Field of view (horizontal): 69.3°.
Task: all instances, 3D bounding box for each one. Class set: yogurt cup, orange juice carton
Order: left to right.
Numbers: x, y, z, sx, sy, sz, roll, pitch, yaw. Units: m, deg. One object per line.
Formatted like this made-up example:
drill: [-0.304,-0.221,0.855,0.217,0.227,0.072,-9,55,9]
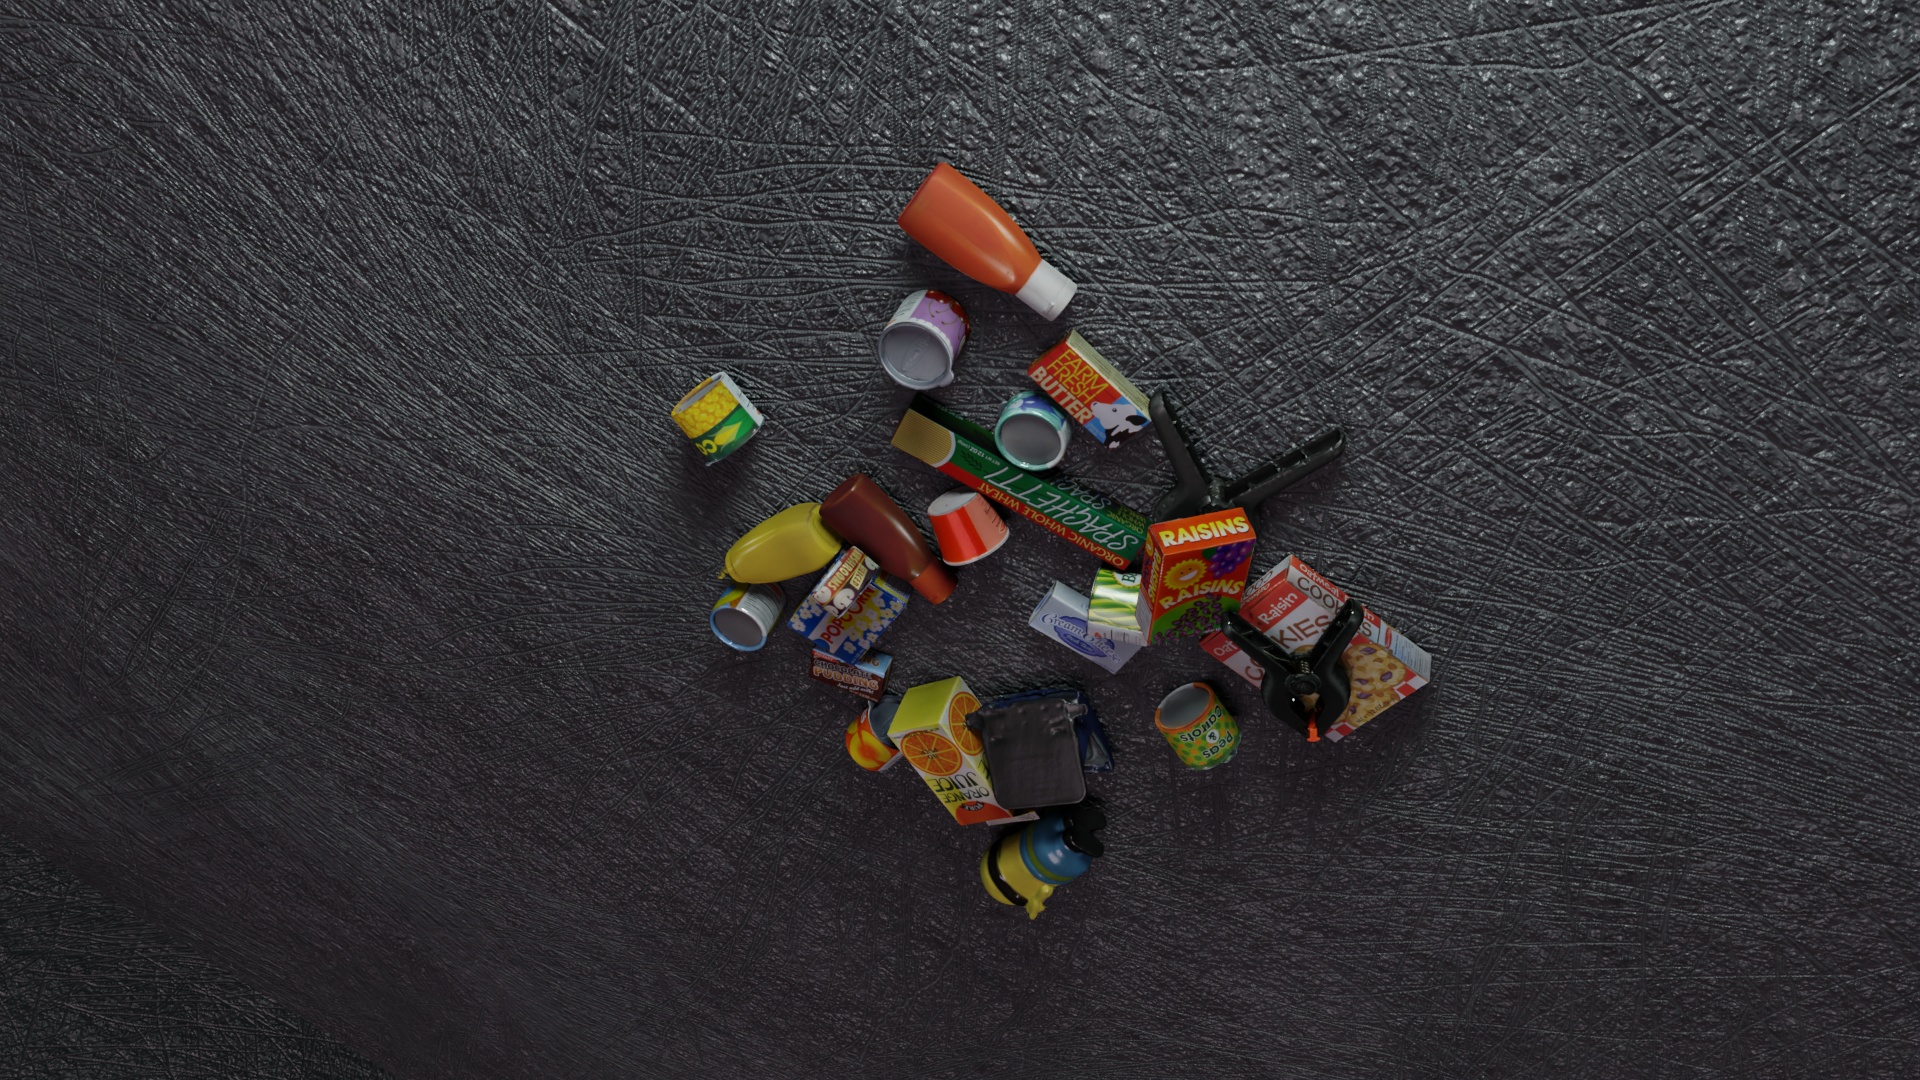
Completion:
yogurt cup: [0.005,-0.016,1.293,0.072,0.073,0.053,-13,114,31]
orange juice carton: [0.010,0.243,1.503,0.071,0.073,0.192,-18,120,33]

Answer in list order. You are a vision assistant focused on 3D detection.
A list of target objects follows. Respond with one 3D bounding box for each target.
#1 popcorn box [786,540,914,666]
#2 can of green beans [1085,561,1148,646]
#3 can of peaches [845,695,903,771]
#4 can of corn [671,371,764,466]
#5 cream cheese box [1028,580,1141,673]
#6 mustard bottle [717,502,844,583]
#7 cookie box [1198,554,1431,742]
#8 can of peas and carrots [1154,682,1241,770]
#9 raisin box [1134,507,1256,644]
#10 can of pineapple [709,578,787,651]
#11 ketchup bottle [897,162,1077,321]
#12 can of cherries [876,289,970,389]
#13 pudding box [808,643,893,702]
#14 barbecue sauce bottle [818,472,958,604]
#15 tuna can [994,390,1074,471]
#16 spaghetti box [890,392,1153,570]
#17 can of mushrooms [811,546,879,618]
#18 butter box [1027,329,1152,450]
popcorn box: [-0.112,0.065,1.426,0.085,0.038,0.126,33,133,-8]
can of green beans: [0.152,0.061,1.295,0.058,0.071,0.071,11,132,12]
can of peaches: [-0.086,0.210,1.521,0.071,0.071,0.057,35,133,-9]
can of corn: [-0.229,-0.114,1.299,0.071,0.071,0.058,-23,116,35]
cream cheese box: [0.123,0.086,1.357,0.104,0.024,0.053,30,133,-4]
mustard bottle: [-0.191,0.010,1.405,0.160,0.049,0.065,-19,119,35]
cookie box: [0.324,0.102,1.277,0.167,0.040,0.122,35,133,-9]
can of peas and carrots: [0.234,0.183,1.363,0.071,0.071,0.058,-20,118,34]
raisin box: [0.202,0.032,1.205,0.086,0.040,0.122,-10,139,-9]
can of pineapple: [-0.225,0.075,1.467,0.071,0.058,0.070,11,132,13]
ketchup bottle: [0.025,-0.234,1.112,0.149,0.044,0.064,36,133,-10]
can of cherries: [-0.029,-0.169,1.179,0.071,0.059,0.071,11,131,13]
pudding box: [-0.118,0.136,1.494,0.084,0.030,0.049,20,132,5]
barbecue sauce bottle: [-0.065,0.002,1.350,0.148,0.044,0.064,44,134,-17]
tuna can: [0.062,-0.097,1.220,0.071,0.033,0.070,11,132,13]
spaghetti box: [0.057,-0.053,1.263,0.250,0.029,0.050,29,134,-3]
can of mushrooms: [-0.110,0.039,1.334,0.033,0.071,0.070,41,132,-7]
butter box: [0.112,-0.128,1.180,0.103,0.024,0.053,40,131,-14]
